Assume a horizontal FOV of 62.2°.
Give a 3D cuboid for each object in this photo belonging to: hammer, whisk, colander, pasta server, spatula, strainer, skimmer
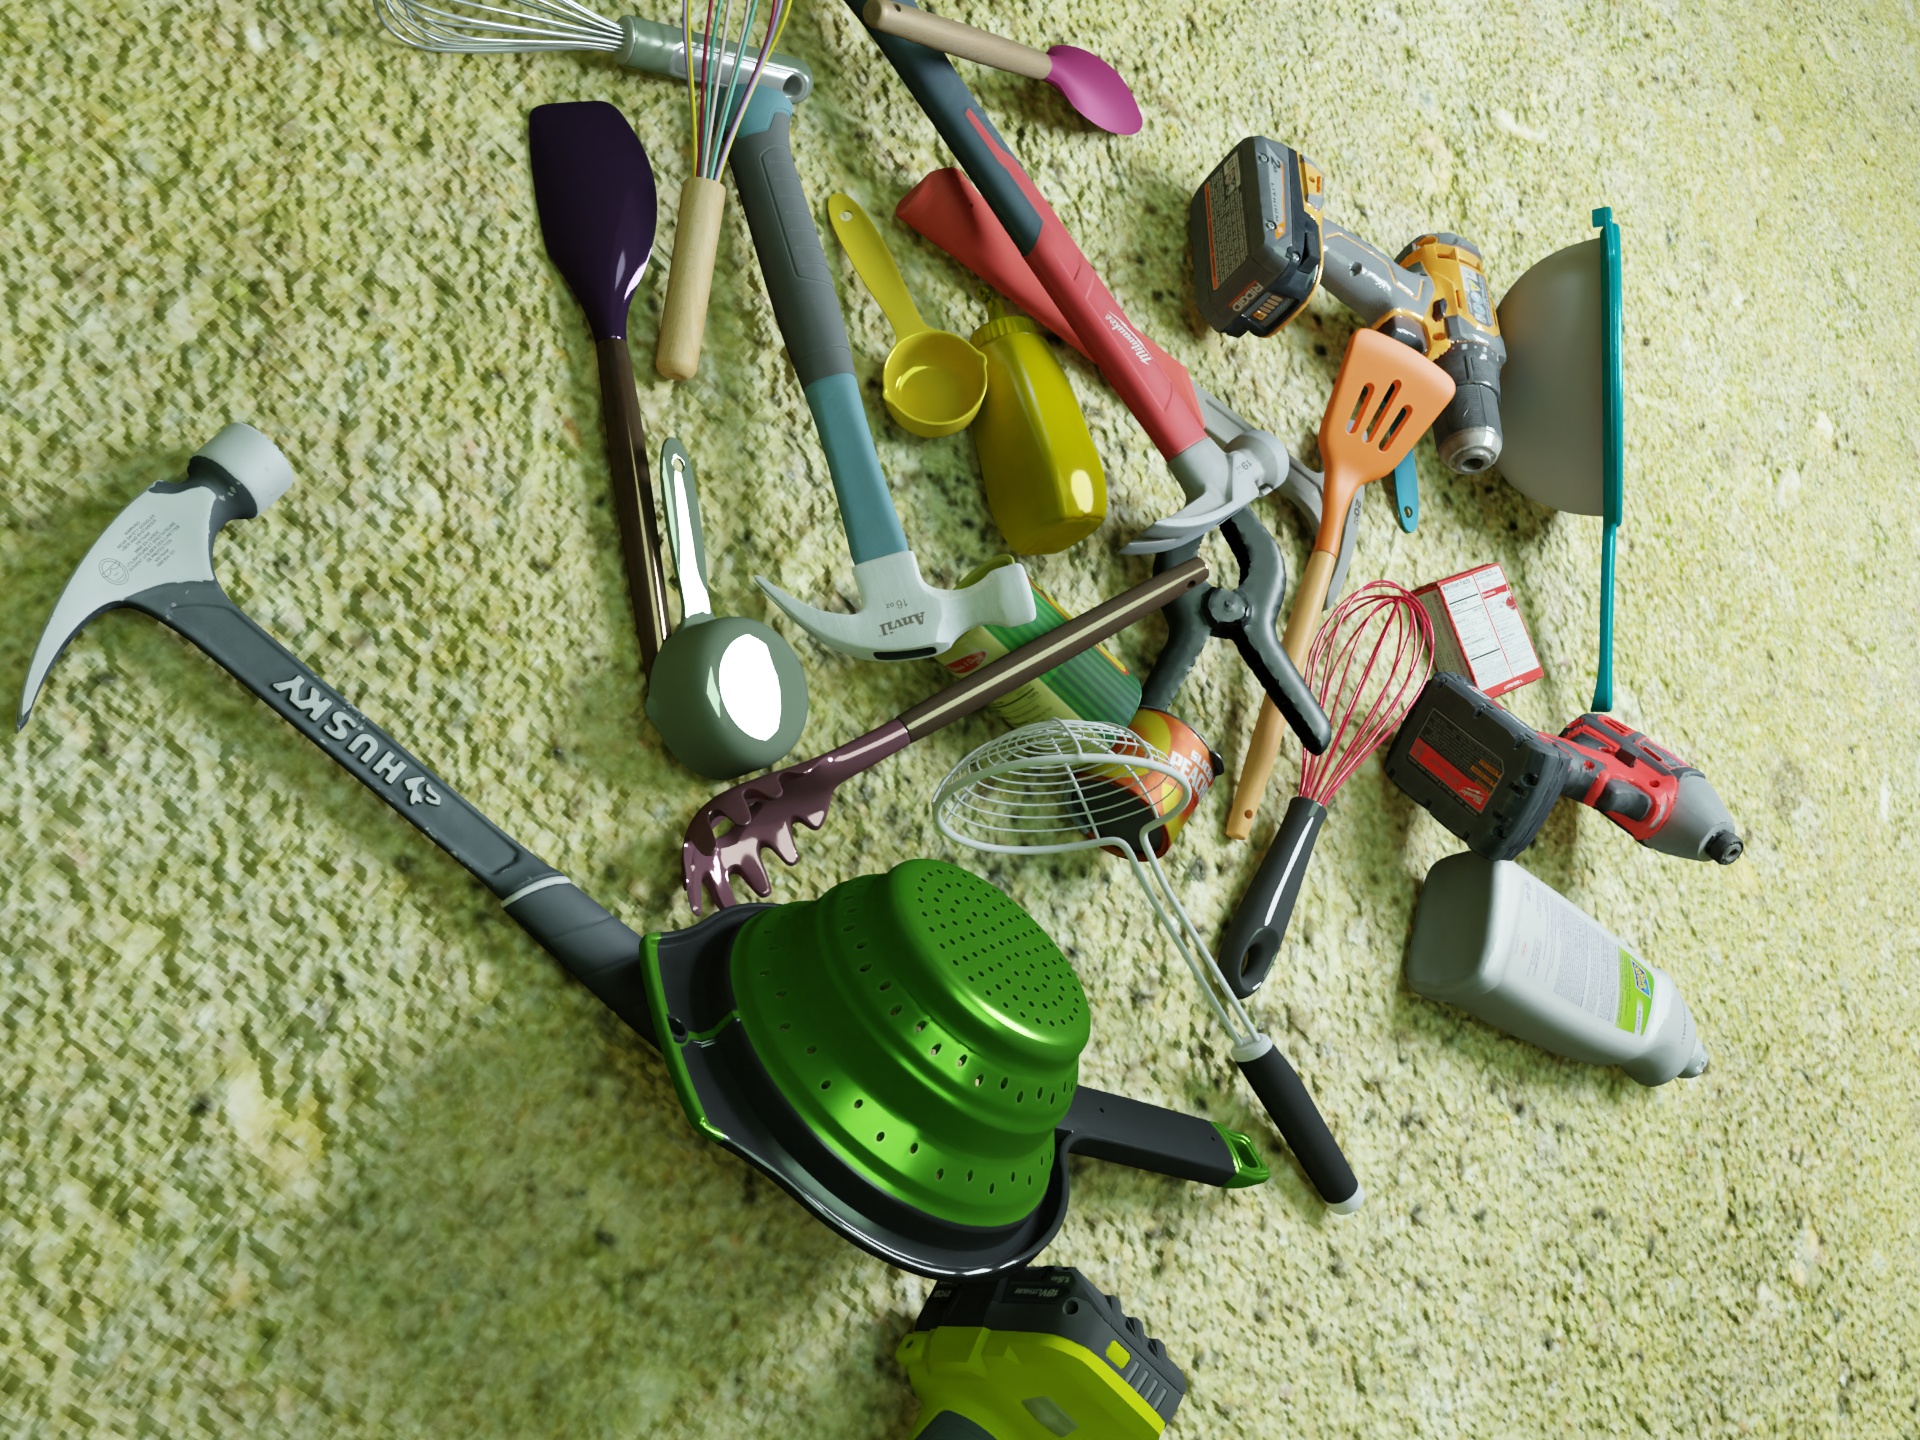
[{"bbox_3d":[-0.069,-0.185,0.817,0.128,0.033,0.331,-17,76,0],"label":"hammer"},{"bbox_3d":[0.110,-0.208,0.971,0.358,0.037,0.149,31,61,-23],"label":"hammer"},{"bbox_3d":[-0.180,-0.350,0.815,0.246,0.057,0.059,-3,44,-39],"label":"whisk"},{"bbox_3d":[-0.200,0.064,0.679,0.408,0.036,0.149,44,57,-15],"label":"hammer"},{"bbox_3d":[0.045,0.153,0.736,0.396,0.094,0.205,25,25,-40],"label":"colander"},{"bbox_3d":[0.215,0.036,0.956,0.073,0.073,0.296,37,65,-20],"label":"whisk"},{"bbox_3d":[-0.001,-0.002,0.776,0.316,0.060,0.040,-29,54,-18],"label":"pasta server"},{"bbox_3d":[0.218,-0.080,0.962,0.081,0.041,0.323,24,76,-18],"label":"spatula"},{"bbox_3d":[0.033,-0.268,0.879,0.143,0.038,0.386,-32,87,-44],"label":"hammer"},{"bbox_3d":[0.420,-0.176,1.133,0.211,0.095,0.340,0,91,-68],"label":"strainer"},{"bbox_3d":[-0.123,-0.293,0.810,0.047,0.051,0.245,14,82,-47],"label":"whisk"},{"bbox_3d":[0.117,0.144,0.825,0.363,0.127,0.090,57,33,-18],"label":"skimmer"},{"bbox_3d":[-0.165,-0.161,0.779,0.059,0.018,0.316,-8,80,-12],"label":"spatula"}]

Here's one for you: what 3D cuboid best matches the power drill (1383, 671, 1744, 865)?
[{"bbox_3d":[0.396,0.041,1.025,0.219,0.143,0.078,8,116,-32],"label":"power drill"}]

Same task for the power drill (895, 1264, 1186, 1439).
[{"bbox_3d":[0.000,0.339,0.636,0.080,0.190,0.229,47,51,-14],"label":"power drill"}]

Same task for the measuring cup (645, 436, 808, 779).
[{"bbox_3d":[-0.114,-0.056,0.754,0.083,0.038,0.167,-8,87,-50],"label":"measuring cup"}]

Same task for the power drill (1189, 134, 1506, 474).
[{"bbox_3d":[0.265,-0.266,1.043,0.226,0.084,0.185,16,58,-25],"label":"power drill"}]

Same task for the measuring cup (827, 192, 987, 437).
[{"bbox_3d":[-0.037,-0.225,0.885,0.062,0.029,0.157,-24,76,-11],"label":"measuring cup"}]

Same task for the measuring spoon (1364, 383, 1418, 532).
[{"bbox_3d":[0.300,-0.193,1.110,0.042,0.021,0.128,-5,88,-31],"label":"measuring spoon"}]

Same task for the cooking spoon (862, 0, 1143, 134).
[{"bbox_3d":[0.035,-0.382,0.920,0.319,0.017,0.069,-22,81,-57],"label":"cooking spoon"}]
